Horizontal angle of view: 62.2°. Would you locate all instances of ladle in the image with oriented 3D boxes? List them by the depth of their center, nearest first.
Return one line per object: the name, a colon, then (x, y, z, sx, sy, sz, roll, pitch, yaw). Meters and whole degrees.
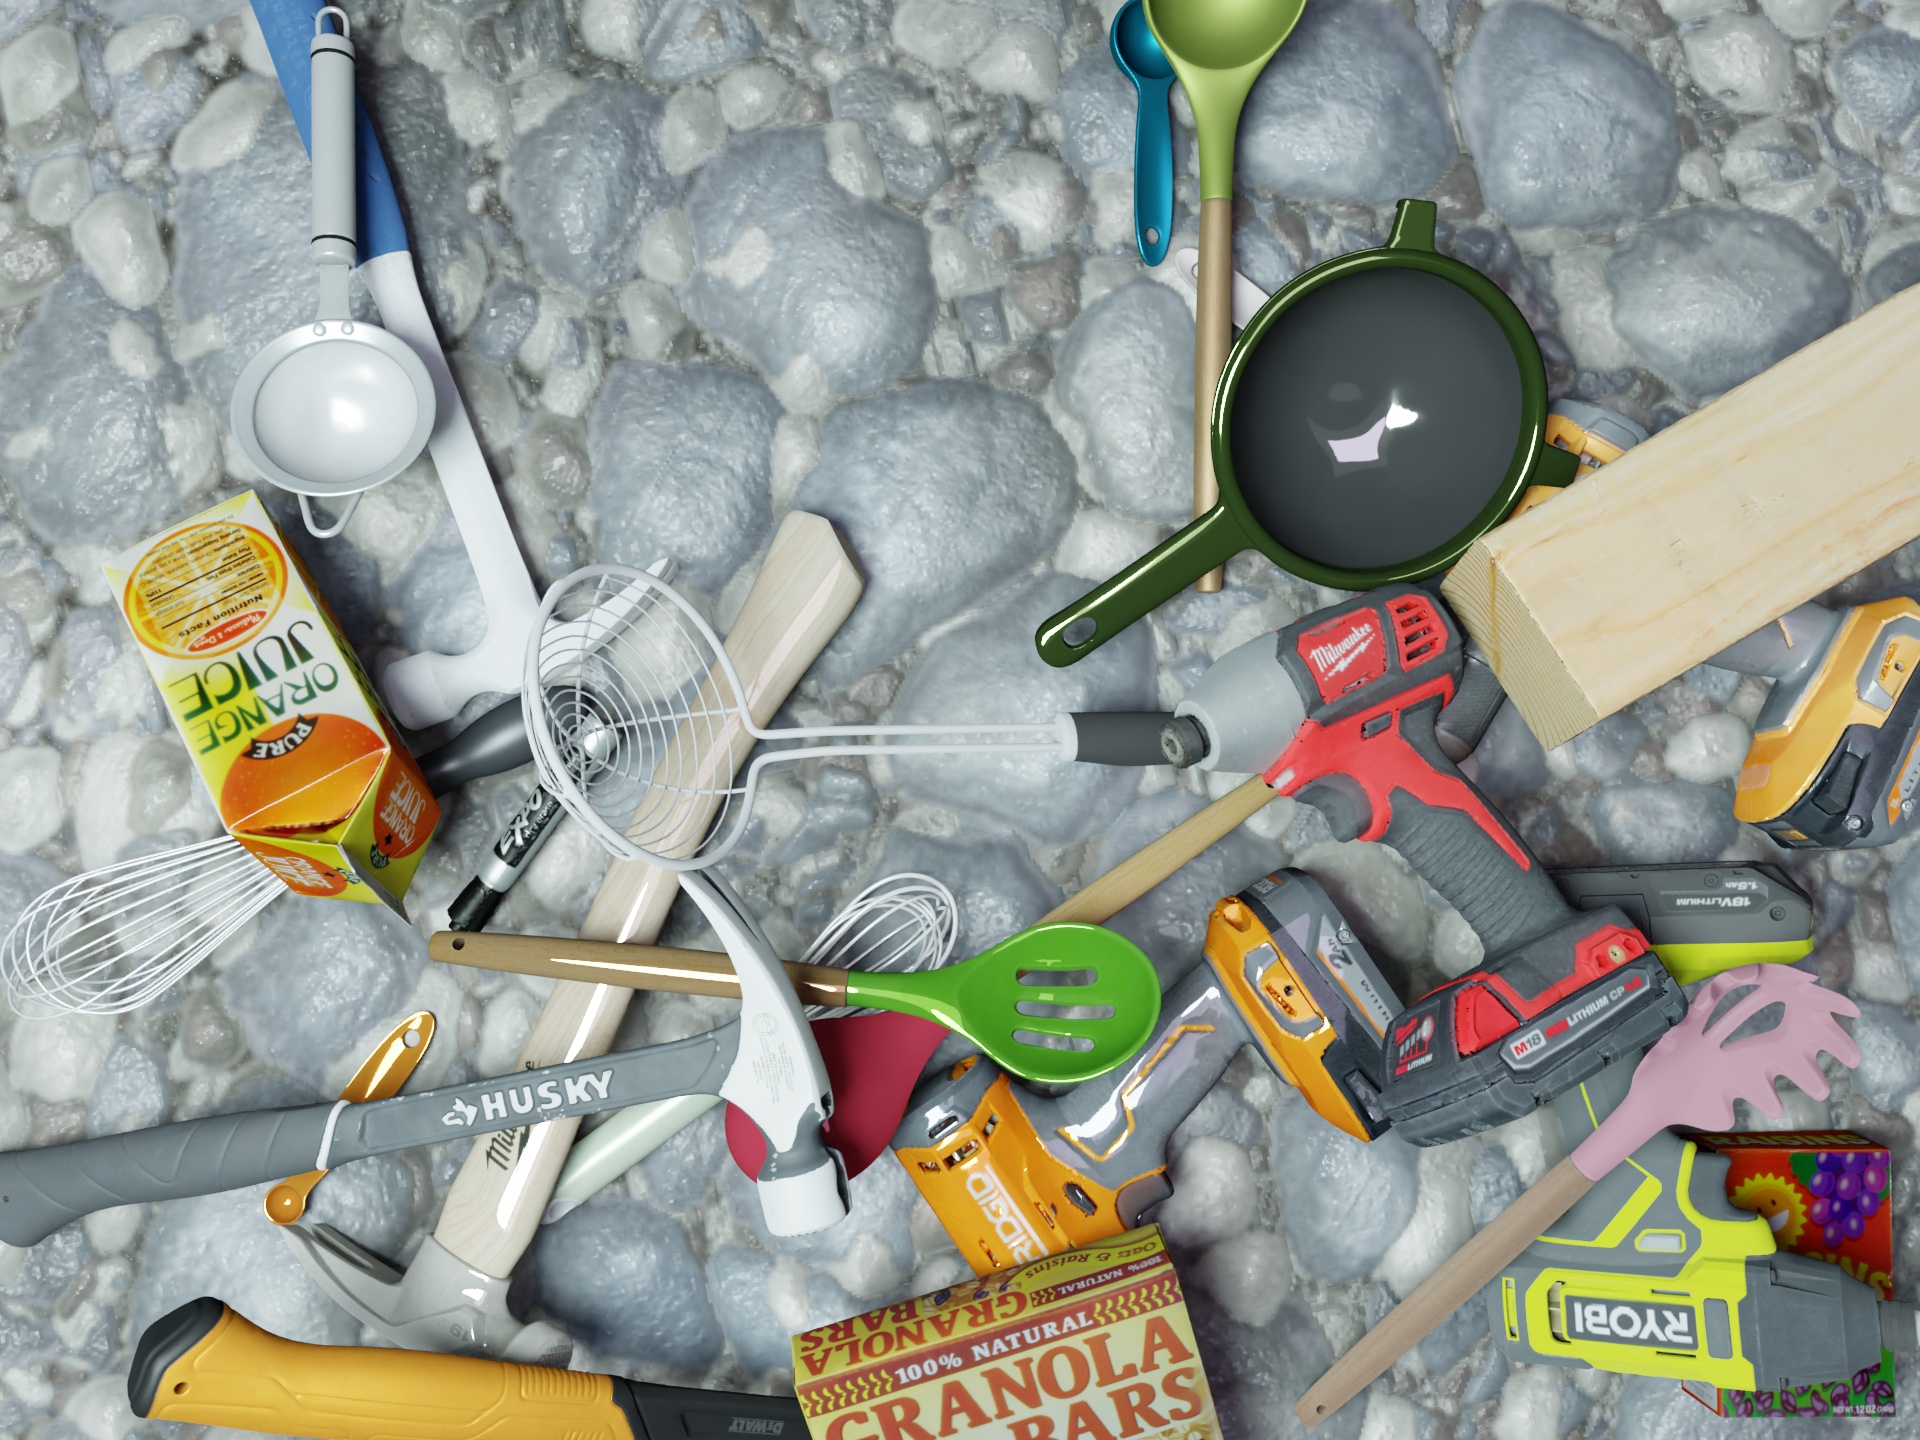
ladle: (0.032, 0.104, 0.717, 0.315, 0.031, 0.069, -32, 79, -18)
ladle: (0.122, -0.221, 0.749, 0.078, 0.062, 0.320, 1, 93, 1)

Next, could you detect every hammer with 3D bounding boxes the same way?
hammer: (-0.162, 0.290, 0.653, 0.336, 0.034, 0.127, 21, 87, -30)
hammer: (-0.251, 0.168, 0.676, 0.409, 0.036, 0.149, -13, 89, 14)
hammer: (-0.161, 0.088, 0.730, 0.146, 0.038, 0.411, 22, 81, 21)
hammer: (-0.263, -0.208, 0.752, 0.144, 0.035, 0.405, -21, 88, -3)

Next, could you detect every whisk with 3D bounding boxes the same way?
whisk: (-0.301, 0.054, 0.730, 0.284, 0.070, 0.070, -28, 88, -9)
whisk: (-0.103, 0.154, 0.737, 0.246, 0.057, 0.059, -36, 54, -1)

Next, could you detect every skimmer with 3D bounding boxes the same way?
skimmer: (-0.001, -0.002, 0.677, 0.363, 0.090, 0.127, 0, 68, -19)

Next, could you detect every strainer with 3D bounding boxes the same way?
strainer: (-0.279, -0.201, 0.714, 0.087, 0.050, 0.258, -3, 81, -8)
strainer: (0.140, -0.110, 0.734, 0.256, 0.069, 0.151, -34, 108, 10)

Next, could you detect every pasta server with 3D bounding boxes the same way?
pasta server: (0.250, 0.214, 0.684, 0.060, 0.040, 0.316, 38, 112, 0)

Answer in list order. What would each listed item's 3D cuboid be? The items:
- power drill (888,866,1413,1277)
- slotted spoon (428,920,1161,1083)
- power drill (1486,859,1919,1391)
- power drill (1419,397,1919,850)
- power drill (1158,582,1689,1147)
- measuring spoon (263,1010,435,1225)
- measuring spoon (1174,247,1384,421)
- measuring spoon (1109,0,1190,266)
power drill: (0.100, 0.188, 0.723, 0.226, 0.084, 0.164, -34, 89, 1)
slotted spoon: (-0.073, 0.110, 0.679, 0.314, 0.031, 0.070, 5, 64, 4)
power drill: (0.320, 0.177, 0.707, 0.171, 0.080, 0.223, -6, 86, 29)
power drill: (0.329, -0.020, 0.743, 0.226, 0.084, 0.185, 31, 86, 4)
power drill: (0.183, 0.055, 0.664, 0.143, 0.078, 0.220, -21, 73, -23)
measuring spoon: (-0.283, 0.185, 0.744, 0.021, 0.011, 0.117, 35, 83, 5)
measuring spoon: (0.154, -0.191, 0.780, 0.124, 0.018, 0.034, 41, 98, 7)
measuring spoon: (0.090, -0.287, 0.782, 0.042, 0.021, 0.128, -3, 96, -21)
